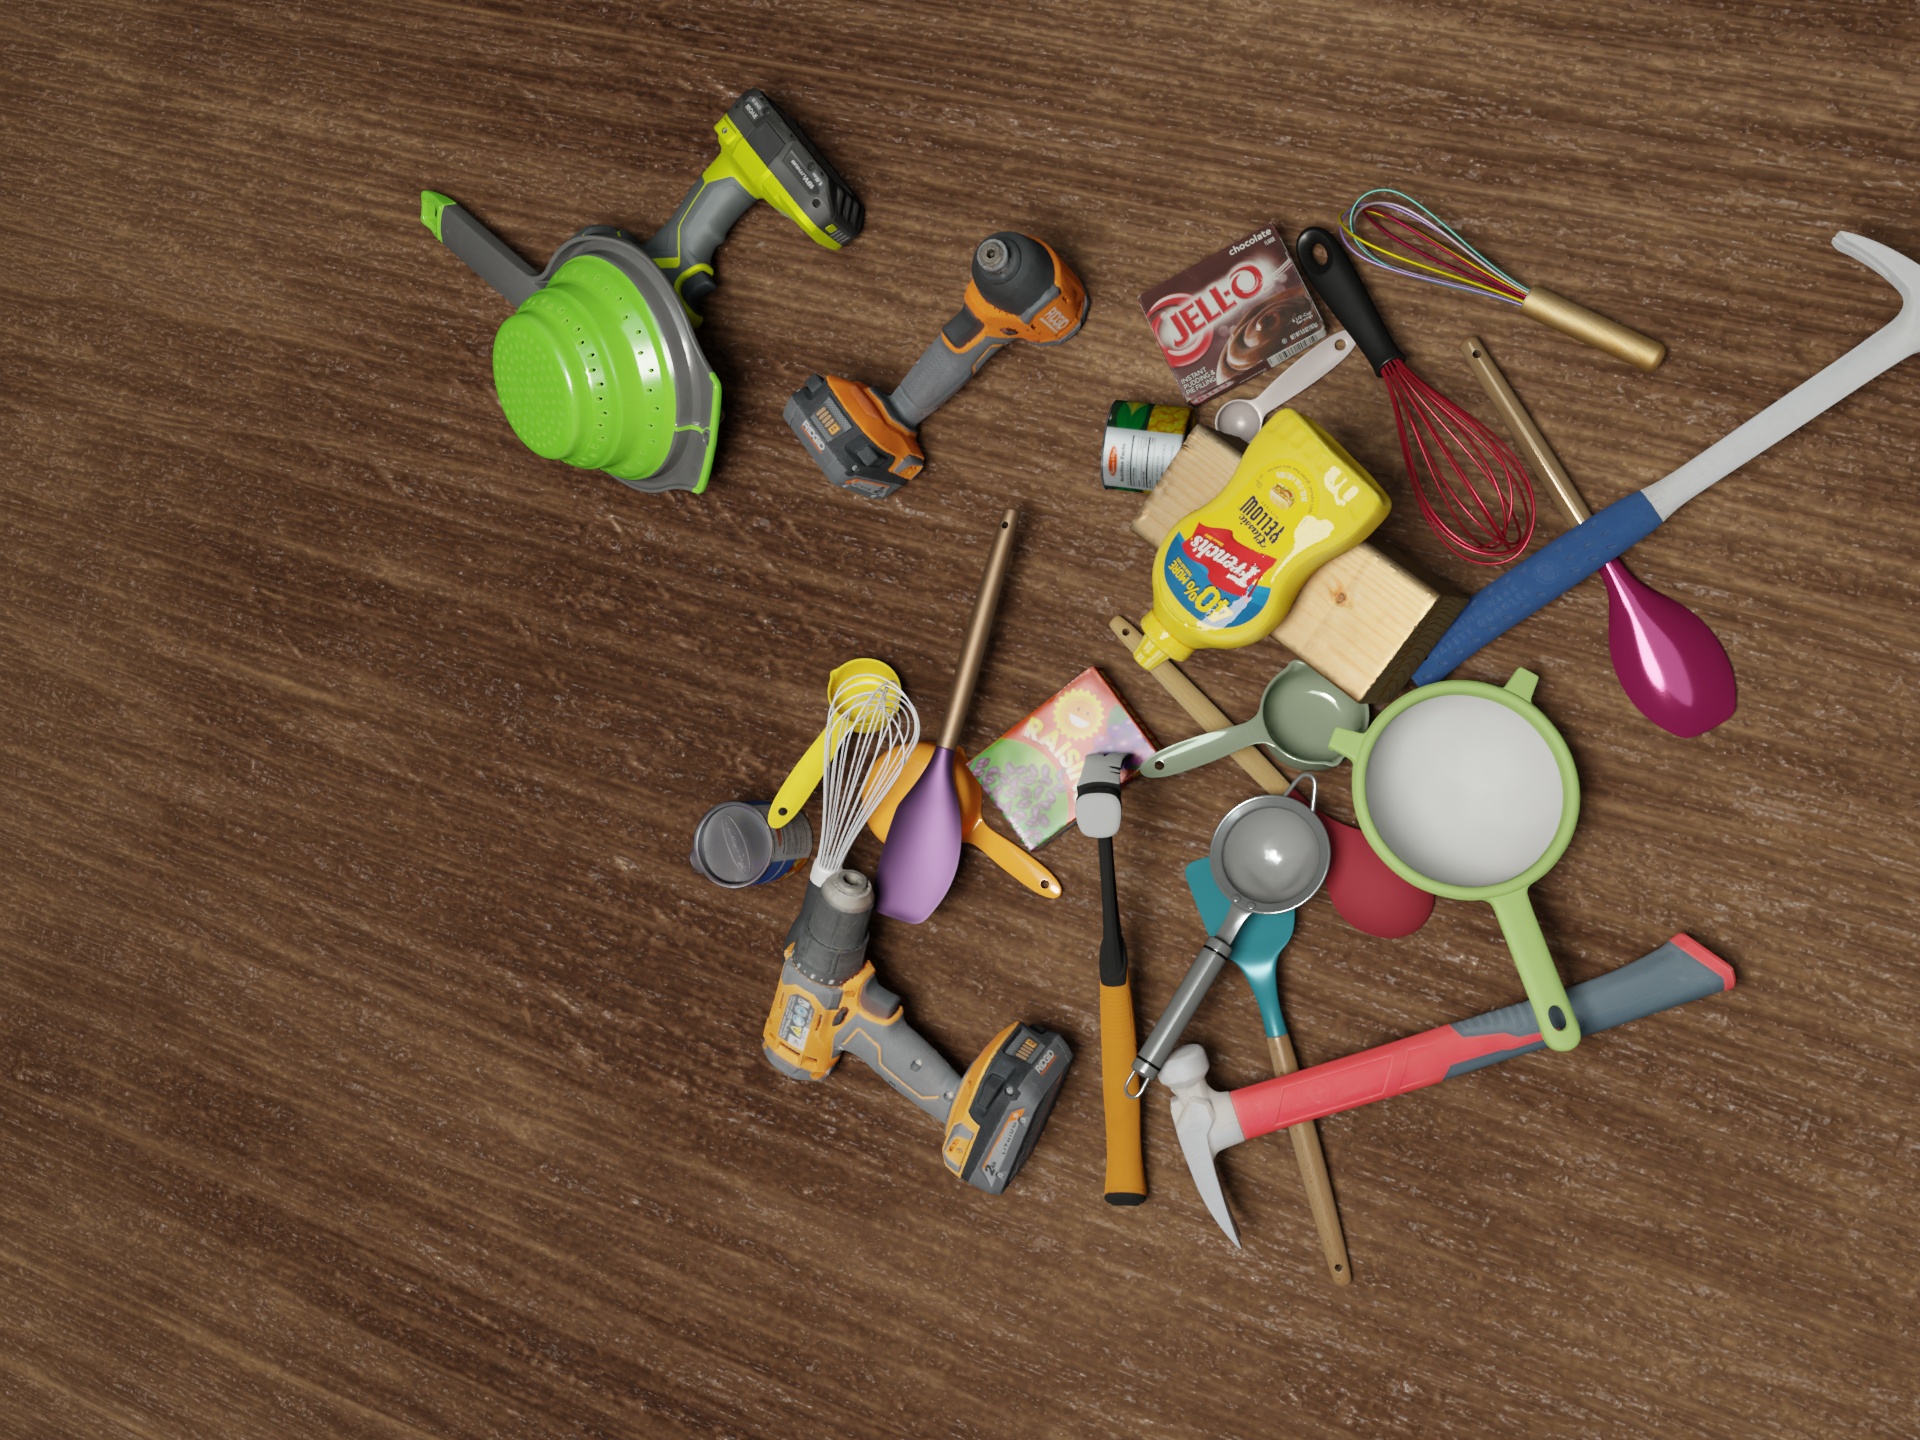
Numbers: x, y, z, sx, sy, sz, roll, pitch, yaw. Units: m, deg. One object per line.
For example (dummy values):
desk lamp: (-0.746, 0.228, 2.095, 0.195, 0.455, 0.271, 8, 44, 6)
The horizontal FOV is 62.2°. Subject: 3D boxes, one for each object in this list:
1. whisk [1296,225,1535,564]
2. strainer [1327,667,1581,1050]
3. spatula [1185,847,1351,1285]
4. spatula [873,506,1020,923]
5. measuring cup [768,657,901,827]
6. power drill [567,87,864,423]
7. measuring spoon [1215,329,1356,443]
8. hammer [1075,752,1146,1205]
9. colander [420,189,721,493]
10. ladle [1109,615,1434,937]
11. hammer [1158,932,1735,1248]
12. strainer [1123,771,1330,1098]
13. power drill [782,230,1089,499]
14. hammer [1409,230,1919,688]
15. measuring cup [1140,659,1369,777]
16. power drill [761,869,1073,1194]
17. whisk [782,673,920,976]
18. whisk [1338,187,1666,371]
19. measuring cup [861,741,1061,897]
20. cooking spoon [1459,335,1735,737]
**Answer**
whisk: (0.312, -0.233, 1.113, 0.073, 0.073, 0.296, -30, 68, 13)
strainer: (0.358, 0.101, 1.088, 0.151, 0.069, 0.256, -18, 79, -1)
spatula: (0.238, 0.250, 1.152, 0.082, 0.044, 0.317, -14, 89, 13)
spatula: (-0.002, -0.004, 1.178, 0.060, 0.018, 0.316, 15, 90, 17)
measuring cup: (-0.100, 0.022, 1.220, 0.062, 0.029, 0.156, 30, 71, 12)
power drill: (-0.192, -0.363, 1.264, 0.228, 0.080, 0.191, -40, 77, 14)
measuring spoon: (0.240, -0.246, 1.170, 0.124, 0.018, 0.034, -37, 96, 5)
hammer: (0.111, 0.191, 1.141, 0.034, 0.127, 0.336, -2, 105, 9)
colander: (-0.349, -0.314, 1.263, 0.397, 0.094, 0.204, 41, 136, 25)
ladle: (0.221, 0.035, 1.161, 0.069, 0.031, 0.315, -45, 76, 7)
hammer: (0.339, 0.243, 1.096, 0.386, 0.038, 0.143, -19, 91, 9)
strainer: (0.185, 0.153, 1.118, 0.087, 0.050, 0.258, 28, 81, 30)
power drill: (-0.017, -0.267, 1.166, 0.226, 0.164, 0.084, -38, 80, 14)
hammer: (0.468, -0.155, 1.063, 0.405, 0.035, 0.144, -36, 80, 19)
measuring cup: (0.208, 0.014, 1.139, 0.167, 0.038, 0.083, -19, 71, 1)
power drill: (-0.034, 0.224, 1.173, 0.226, 0.084, 0.185, 28, 123, 16)
whisk: (-0.094, 0.088, 1.194, 0.070, 0.070, 0.284, 28, 120, 15)
whisk: (0.379, -0.309, 1.118, 0.245, 0.047, 0.051, 29, 108, 10)
measuring cup: (0.001, 0.083, 1.207, 0.174, 0.052, 0.095, 35, 98, 16)
cooking spoon: (0.435, -0.132, 1.106, 0.069, 0.017, 0.319, -31, 81, 14)
